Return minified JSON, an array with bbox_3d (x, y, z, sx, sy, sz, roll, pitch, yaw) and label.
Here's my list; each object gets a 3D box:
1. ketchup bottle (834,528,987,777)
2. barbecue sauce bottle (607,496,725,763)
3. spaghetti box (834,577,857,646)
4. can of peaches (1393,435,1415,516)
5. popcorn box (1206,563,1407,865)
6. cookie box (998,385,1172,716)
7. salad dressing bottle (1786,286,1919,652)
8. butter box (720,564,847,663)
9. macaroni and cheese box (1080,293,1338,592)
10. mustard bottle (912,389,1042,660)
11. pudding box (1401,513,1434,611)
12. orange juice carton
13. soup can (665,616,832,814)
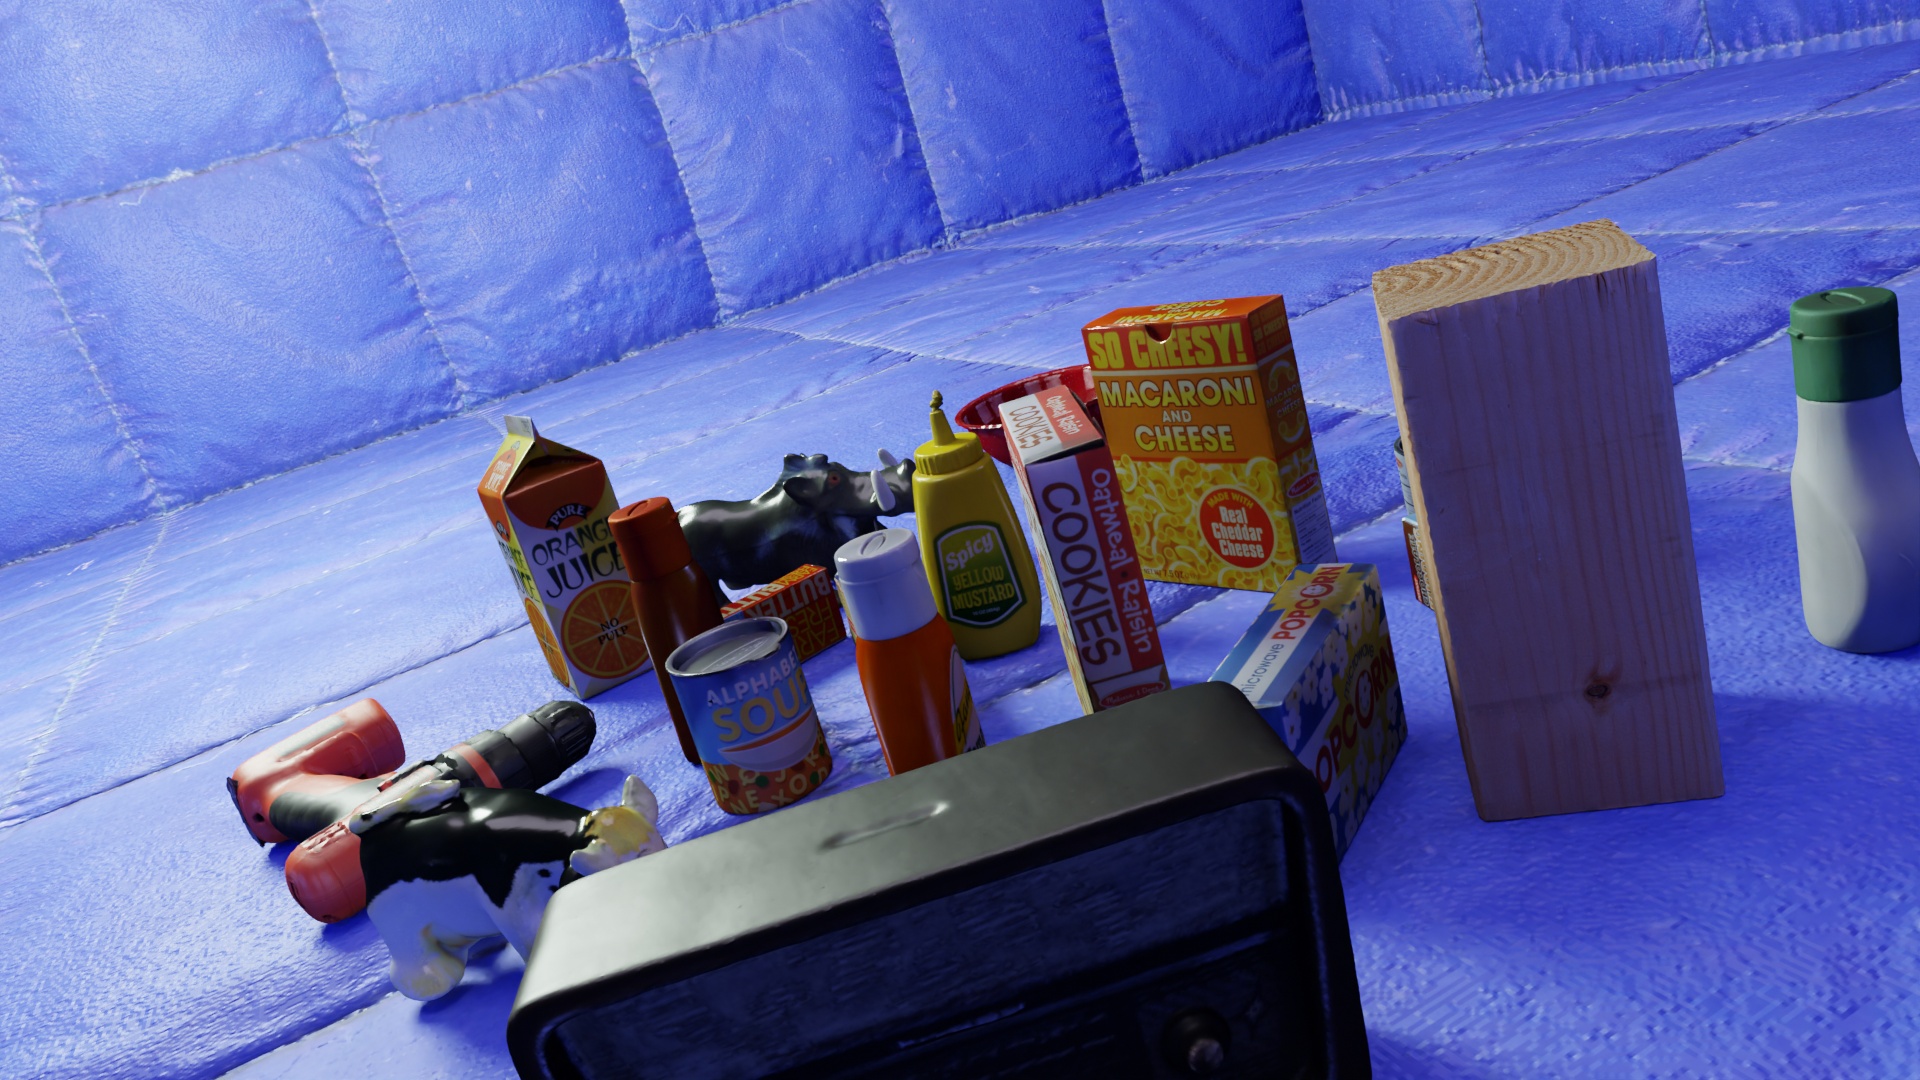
[{"bbox_3d":[-0.018,0.069,0.612,0.043,0.148,0.065,-12,18,13],"label":"ketchup bottle"},{"bbox_3d":[-0.158,0.049,0.794,0.043,0.148,0.065,-14,18,9],"label":"barbecue sauce bottle"},{"bbox_3d":[-0.031,0.071,0.777,0.029,0.050,0.250,-19,18,-10],"label":"spaghetti box"},{"bbox_3d":[0.291,-0.035,0.801,0.071,0.058,0.071,-15,18,5],"label":"can of peaches"},{"bbox_3d":[0.142,0.072,0.566,0.038,0.085,0.127,-4,21,35],"label":"popcorn box"},{"bbox_3d":[0.063,0.020,0.659,0.040,0.167,0.123,-16,17,1],"label":"cookie box"},{"bbox_3d":[0.367,-0.028,0.569,0.044,0.147,0.064,-13,18,12],"label":"salad dressing bottle"},{"bbox_3d":[-0.124,0.059,0.888,0.104,0.053,0.024,-29,21,-35],"label":"butter box"},{"bbox_3d":[0.144,-0.054,0.811,0.040,0.166,0.123,-30,22,-37],"label":"macaroni and cheese box"},{"bbox_3d":[0.003,-0.010,0.812,0.065,0.159,0.049,-15,17,4],"label":"mustard bottle"},{"bbox_3d":[0.276,0.001,0.722,0.084,0.049,0.030,-19,18,-8],"label":"pudding box"},{"bbox_3d":[-0.271,0.004,0.954,0.073,0.192,0.072,-25,19,-26],"label":"orange juice carton"},{"bbox_3d":[-0.108,0.092,0.728,0.071,0.083,0.071,-15,18,5],"label":"soup can"}]
